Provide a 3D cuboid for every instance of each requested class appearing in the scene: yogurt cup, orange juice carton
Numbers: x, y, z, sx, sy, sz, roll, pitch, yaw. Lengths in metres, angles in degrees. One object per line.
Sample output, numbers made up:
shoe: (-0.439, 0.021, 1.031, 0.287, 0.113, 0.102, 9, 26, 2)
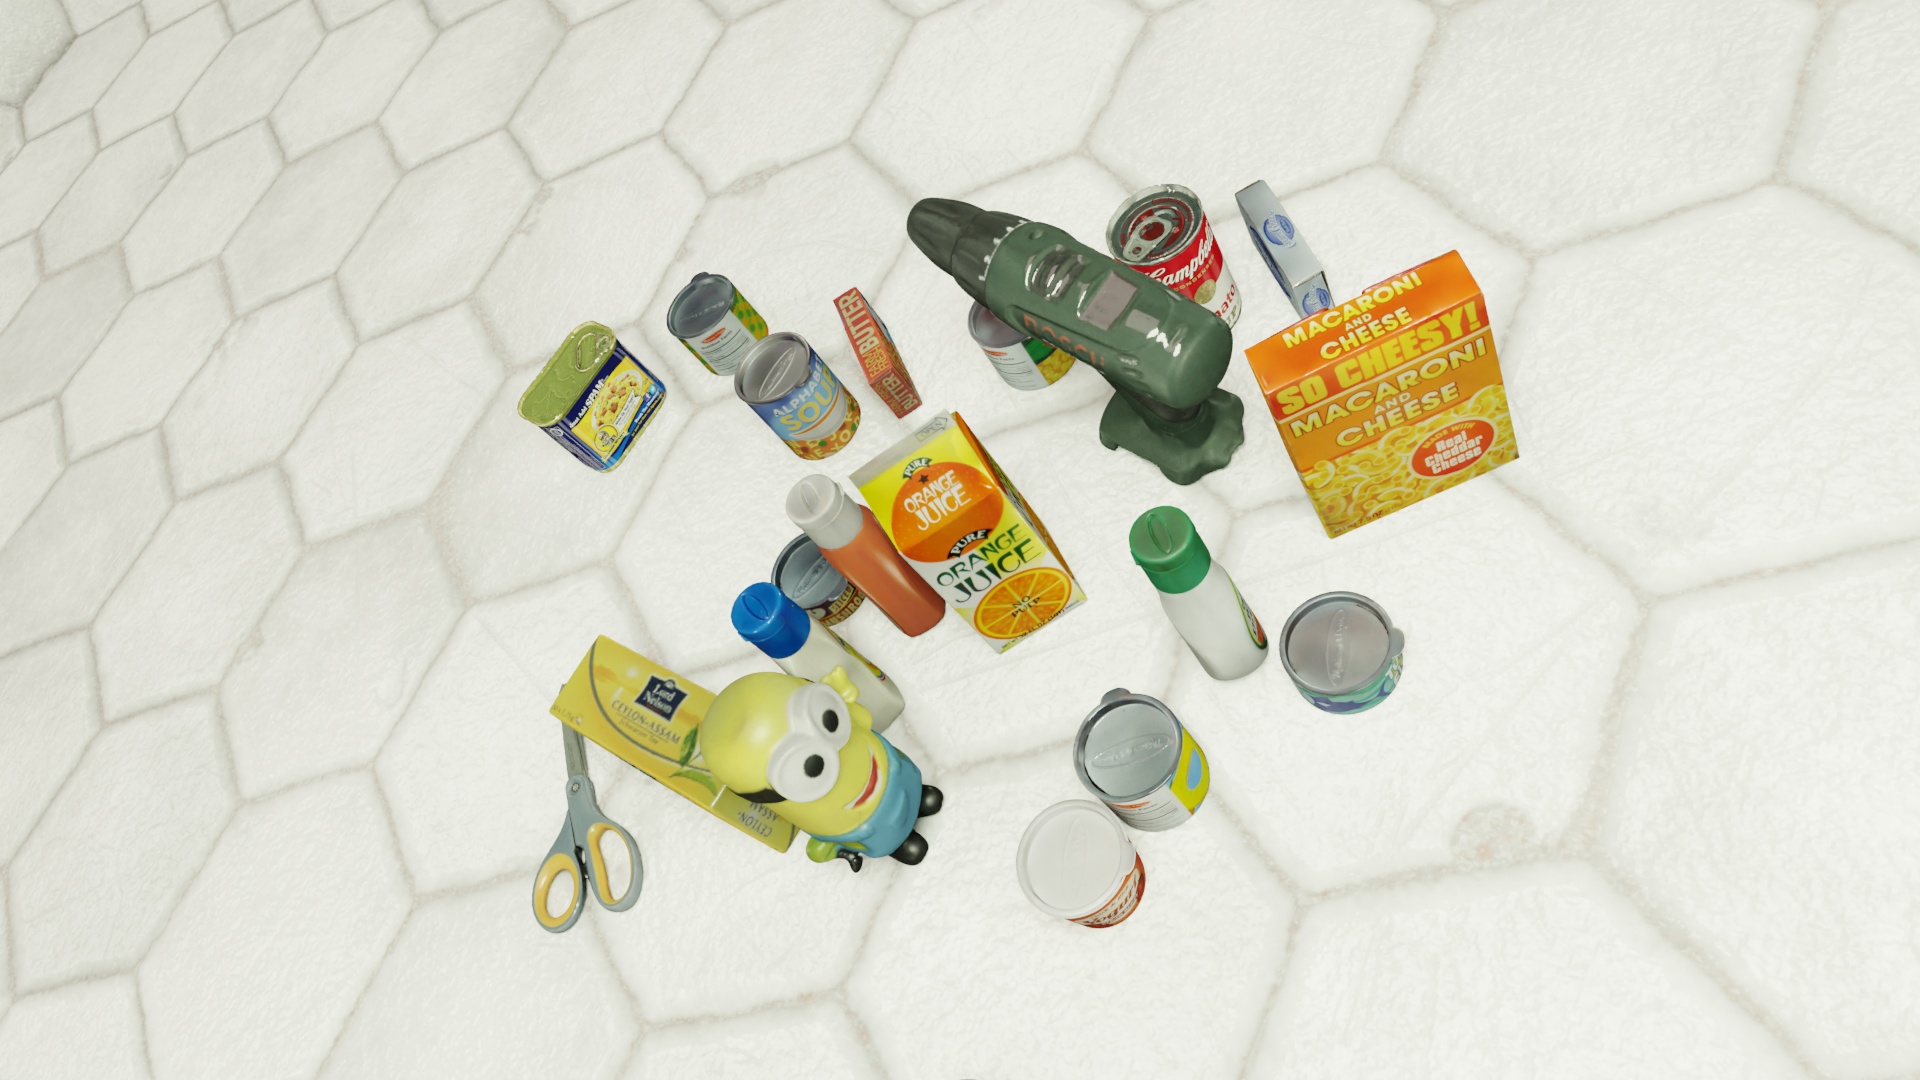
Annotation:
yogurt cup: (0.072, 0.189, 0.797, 0.072, 0.053, 0.073, -14, 56, 21)
orange juice carton: (0.003, -0.011, 0.870, 0.072, 0.192, 0.073, -33, 51, 7)

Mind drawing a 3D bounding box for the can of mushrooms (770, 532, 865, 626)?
can of mushrooms: (-0.099, 0.029, 1.003, 0.071, 0.033, 0.071, -14, 56, 21)

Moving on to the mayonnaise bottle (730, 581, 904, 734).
mayonnaise bottle: (-0.093, 0.075, 0.897, 0.041, 0.147, 0.065, -47, 51, -5)

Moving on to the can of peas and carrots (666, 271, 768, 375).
can of peas and carrots: (-0.205, -0.183, 1.176, 0.071, 0.058, 0.071, -14, 56, 21)

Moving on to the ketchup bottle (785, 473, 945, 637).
ketchup bottle: (-0.062, 0.007, 0.922, 0.043, 0.148, 0.065, -35, 51, 6)

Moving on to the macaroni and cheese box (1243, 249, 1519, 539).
macaroni and cheese box: (0.245, -0.078, 0.798, 0.123, 0.166, 0.040, -25, 52, 13)

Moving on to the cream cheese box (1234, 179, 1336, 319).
cream cheese box: (0.224, -0.196, 0.956, 0.024, 0.053, 0.104, -28, 52, 11)

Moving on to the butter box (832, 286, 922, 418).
butter box: (-0.065, -0.147, 1.081, 0.024, 0.053, 0.104, -31, 51, 9)

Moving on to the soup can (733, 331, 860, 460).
soup can: (-0.122, -0.109, 1.069, 0.071, 0.083, 0.071, -14, 56, 21)

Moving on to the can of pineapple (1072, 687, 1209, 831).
can of pineapple: (0.107, 0.129, 0.814, 0.071, 0.057, 0.071, -14, 56, 21)

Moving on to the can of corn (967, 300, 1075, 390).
can of corn: (0.048, -0.154, 1.022, 0.071, 0.058, 0.071, -14, 56, 21)

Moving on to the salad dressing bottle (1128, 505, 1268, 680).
salad dressing bottle: (0.137, 0.031, 0.800, 0.044, 0.147, 0.064, -28, 52, 11)

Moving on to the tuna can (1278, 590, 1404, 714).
tuna can: (0.224, 0.065, 0.806, 0.071, 0.032, 0.071, -14, 56, 21)
